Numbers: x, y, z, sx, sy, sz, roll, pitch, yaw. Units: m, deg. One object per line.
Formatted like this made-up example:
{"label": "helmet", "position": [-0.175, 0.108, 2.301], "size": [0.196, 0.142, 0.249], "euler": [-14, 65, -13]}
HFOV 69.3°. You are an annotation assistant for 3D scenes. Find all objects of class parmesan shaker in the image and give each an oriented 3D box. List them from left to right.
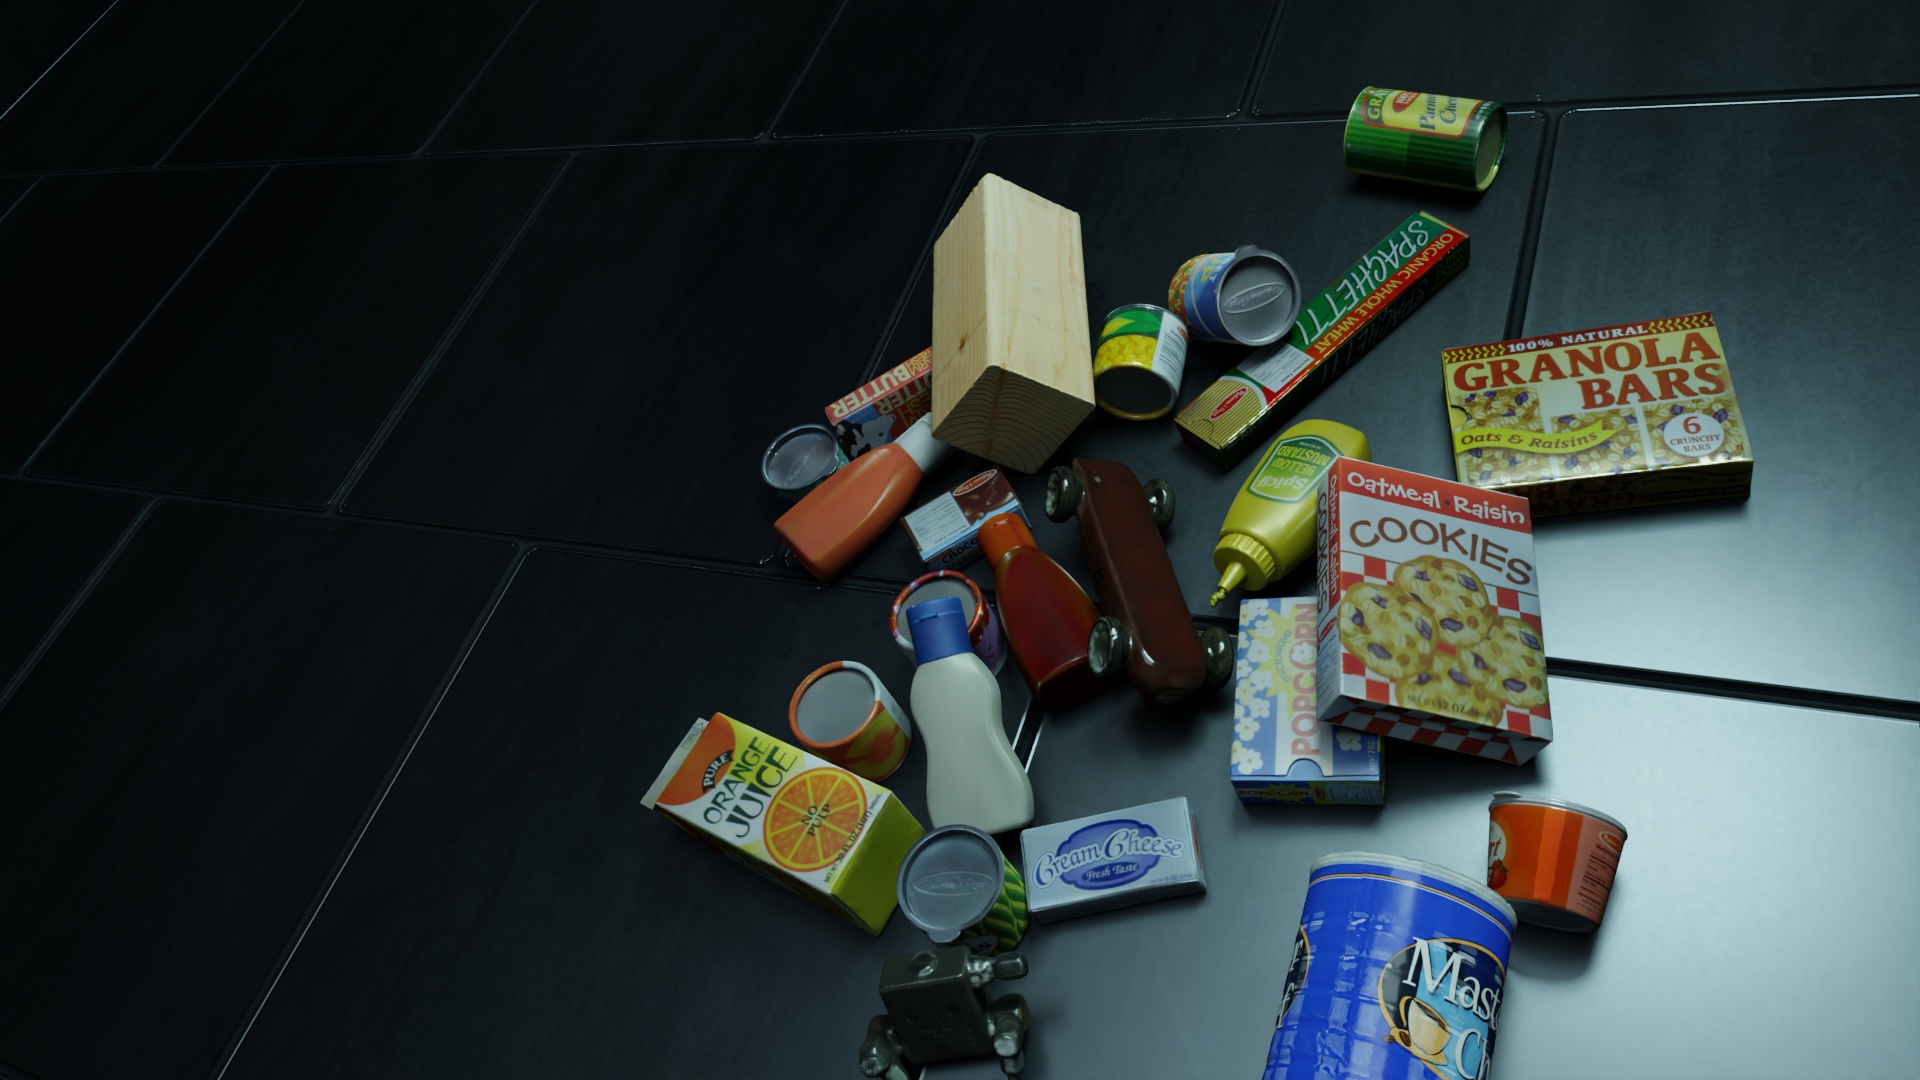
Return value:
{"label": "parmesan shaker", "position": [0.356, -0.308, 1.061], "size": [0.103, 0.071, 0.071], "euler": [20, 65, 33]}

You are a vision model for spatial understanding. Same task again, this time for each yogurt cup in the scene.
{"label": "yogurt cup", "position": [0.305, 0.168, 0.719], "size": [0.072, 0.072, 0.054], "euler": [8, 66, 28]}

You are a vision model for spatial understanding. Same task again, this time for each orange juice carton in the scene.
{"label": "orange juice carton", "position": [-0.121, 0.173, 0.891], "size": [0.193, 0.072, 0.072], "euler": [17, 64, 33]}

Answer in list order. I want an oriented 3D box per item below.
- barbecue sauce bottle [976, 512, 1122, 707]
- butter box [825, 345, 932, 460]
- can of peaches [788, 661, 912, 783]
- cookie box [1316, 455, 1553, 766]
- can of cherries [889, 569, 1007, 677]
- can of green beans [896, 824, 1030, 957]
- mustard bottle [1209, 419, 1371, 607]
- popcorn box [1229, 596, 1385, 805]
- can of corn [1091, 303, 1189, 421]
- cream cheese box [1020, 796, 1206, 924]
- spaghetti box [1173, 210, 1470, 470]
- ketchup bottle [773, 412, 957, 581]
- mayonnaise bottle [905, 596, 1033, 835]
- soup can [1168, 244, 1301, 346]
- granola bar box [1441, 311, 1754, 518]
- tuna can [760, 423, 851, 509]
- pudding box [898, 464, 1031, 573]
{"label": "barbecue sauce bottle", "position": [0.053, 0.042, 0.936], "size": [0.065, 0.043, 0.149], "euler": [-20, 47, -8]}
{"label": "butter box", "position": [-0.050, -0.107, 1.088], "size": [0.103, 0.053, 0.024], "euler": [-31, 51, -1]}
{"label": "can of peaches", "position": [-0.074, 0.123, 0.919], "size": [0.071, 0.057, 0.071], "euler": [-11, 51, 15]}
{"label": "cookie box", "position": [0.273, 0.038, 0.814], "size": [0.123, 0.040, 0.168], "euler": [13, 56, -4]}
{"label": "can of cherries", "position": [-0.007, 0.060, 0.938], "size": [0.071, 0.058, 0.072], "euler": [-12, 52, 15]}
{"label": "can of green beans", "position": [0.003, 0.210, 0.819], "size": [0.071, 0.057, 0.071], "euler": [-12, 51, 15]}
{"label": "mustard bottle", "position": [0.206, -0.014, 0.896], "size": [0.065, 0.048, 0.161], "euler": [17, 52, 39]}
{"label": "popcorn box", "position": [0.209, 0.094, 0.832], "size": [0.085, 0.038, 0.127], "euler": [-3, 53, 20]}
{"label": "can of corn", "position": [0.129, -0.129, 1.021], "size": [0.071, 0.071, 0.058], "euler": [0, 55, 24]}
{"label": "cream cheese box", "position": [0.089, 0.189, 0.820], "size": [0.104, 0.024, 0.053], "euler": [-15, 50, 13]}
{"label": "spaghetti box", "position": [0.263, -0.146, 1.000], "size": [0.250, 0.028, 0.050], "euler": [-40, 49, -9]}
{"label": "ketchup bottle", "position": [-0.067, -0.037, 1.048], "size": [0.149, 0.043, 0.065], "euler": [-41, 50, -11]}
{"label": "mayonnaise bottle", "position": [0.000, 0.110, 0.866], "size": [0.065, 0.041, 0.148], "euler": [-16, 79, 11]}
{"label": "soup can", "position": [0.196, -0.178, 1.005], "size": [0.071, 0.071, 0.084], "euler": [-38, 18, -7]}
{"label": "granola bar box", "position": [0.398, -0.078, 0.883], "size": [0.165, 0.039, 0.125], "euler": [-7, 52, 18]}
{"label": "tuna can", "position": [-0.118, -0.056, 1.092], "size": [0.071, 0.032, 0.071], "euler": [-12, 51, 15]}
{"label": "pudding box", "position": [0.004, -0.013, 1.008], "size": [0.084, 0.030, 0.050], "euler": [-30, 48, -1]}
